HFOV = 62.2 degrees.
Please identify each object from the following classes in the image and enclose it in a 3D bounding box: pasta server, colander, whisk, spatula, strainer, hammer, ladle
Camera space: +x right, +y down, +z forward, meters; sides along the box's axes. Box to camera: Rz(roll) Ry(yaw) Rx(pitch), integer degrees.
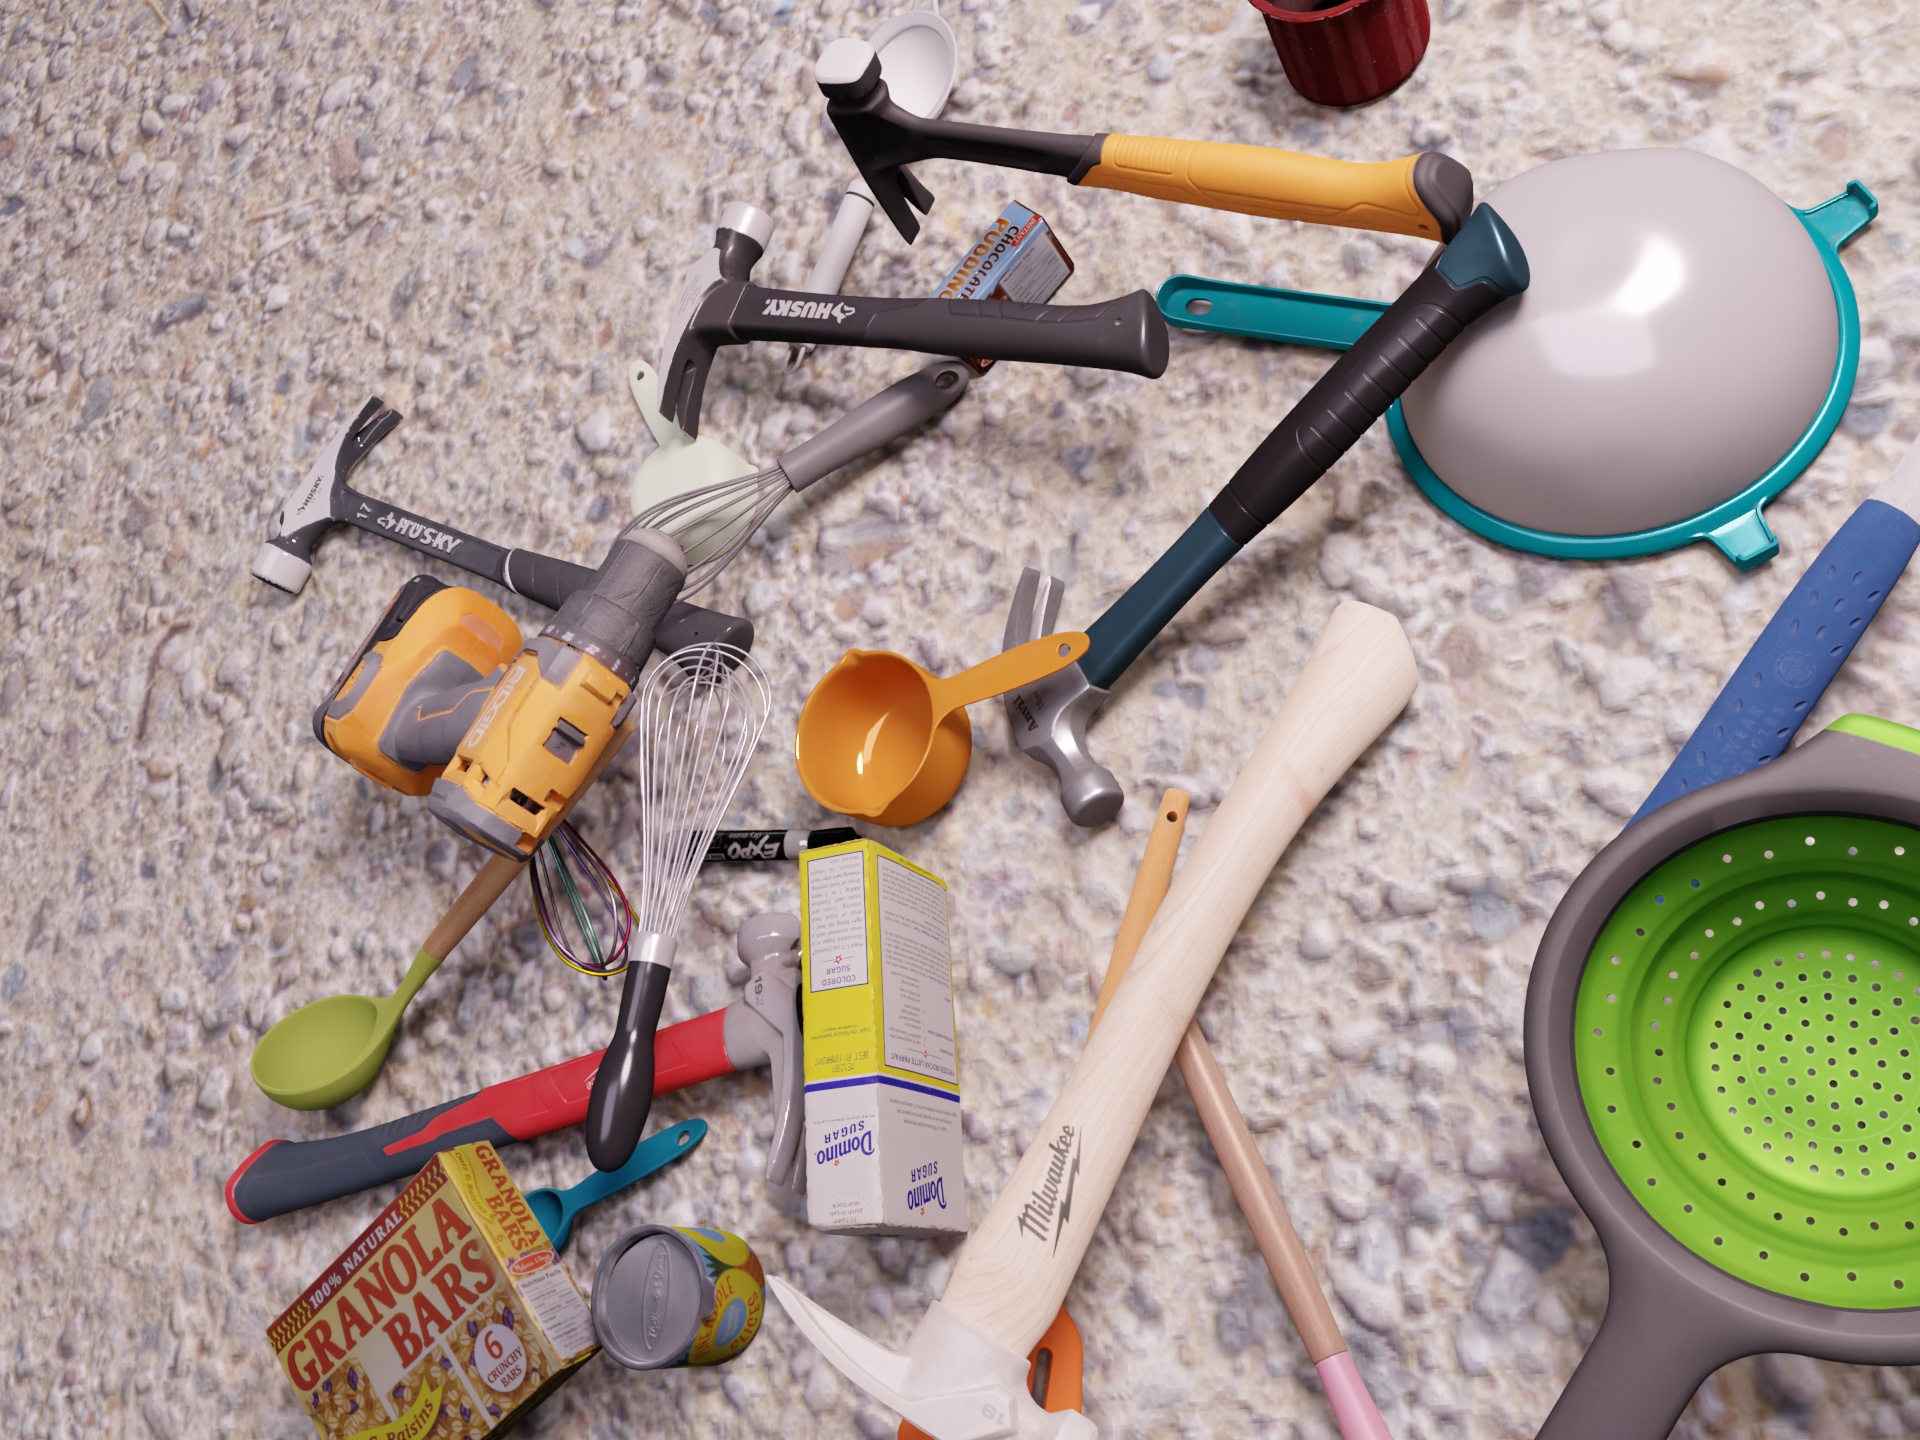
[{"bbox_3d":[0.145,0.241,0.669,0.060,0.040,0.317,-31,60,13],"label":"pasta server"},{"bbox_3d":[0.283,0.196,0.593,0.205,0.094,0.397,31,93,32],"label":"colander"},{"bbox_3d":[-0.244,0.055,0.933,0.047,0.051,0.245,-27,55,-9],"label":"whisk"},{"bbox_3d":[0.058,0.182,0.733,0.081,0.041,0.323,17,76,6],"label":"spatula"},{"bbox_3d":[0.240,-0.202,0.758,0.340,0.095,0.211,16,79,28],"label":"strainer"},{"bbox_3d":[0.389,-0.097,0.662,0.144,0.035,0.405,34,92,5],"label":"hammer"},{"bbox_3d":[-0.289,0.105,0.885,0.320,0.062,0.078,-47,28,18],"label":"ladle"},{"bbox_3d":[0.087,-0.272,0.797,0.337,0.127,0.034,18,73,27],"label":"hammer"},{"bbox_3d":[-0.058,-0.332,0.985,0.087,0.050,0.258,21,87,36],"label":"strainer"},{"bbox_3d":[-0.246,0.226,0.855,0.386,0.038,0.143,-21,52,19],"label":"hammer"},{"bbox_3d":[-0.293,-0.104,1.017,0.409,0.036,0.149,20,80,30],"label":"hammer"},{"bbox_3d":[0.137,-0.101,0.753,0.331,0.033,0.128,-47,53,24],"label":"hammer"},{"bbox_3d":[-0.151,0.089,0.824,0.070,0.070,0.285,-2,66,25],"label":"whisk"},{"bbox_3d":[-0.096,-0.138,0.913,0.239,0.055,0.055,-32,60,-3],"label":"whisk"},{"bbox_3d":[-0.035,-0.213,0.872,0.335,0.035,0.146,14,77,35],"label":"hammer"},{"bbox_3d":[0.081,0.113,0.698,0.146,0.038,0.411,28,72,13],"label":"hammer"}]

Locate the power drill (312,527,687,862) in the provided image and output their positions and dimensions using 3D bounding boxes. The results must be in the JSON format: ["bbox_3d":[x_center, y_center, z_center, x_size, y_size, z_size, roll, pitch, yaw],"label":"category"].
[{"bbox_3d":[-0.250,-0.028,0.873,0.226,0.084,0.185,11,67,50],"label":"power drill"}]

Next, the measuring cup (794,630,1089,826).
[{"bbox_3d":[-0.001,-0.003,0.817,0.173,0.052,0.095,-22,63,23],"label":"measuring cup"}]

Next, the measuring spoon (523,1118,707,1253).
[{"bbox_3d":[-0.185,0.250,0.843,0.128,0.021,0.042,-31,40,3],"label":"measuring spoon"}]

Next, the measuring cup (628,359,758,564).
[{"bbox_3d":[-0.183,-0.172,0.984,0.083,0.038,0.168,-34,62,11],"label":"measuring cup"}]
